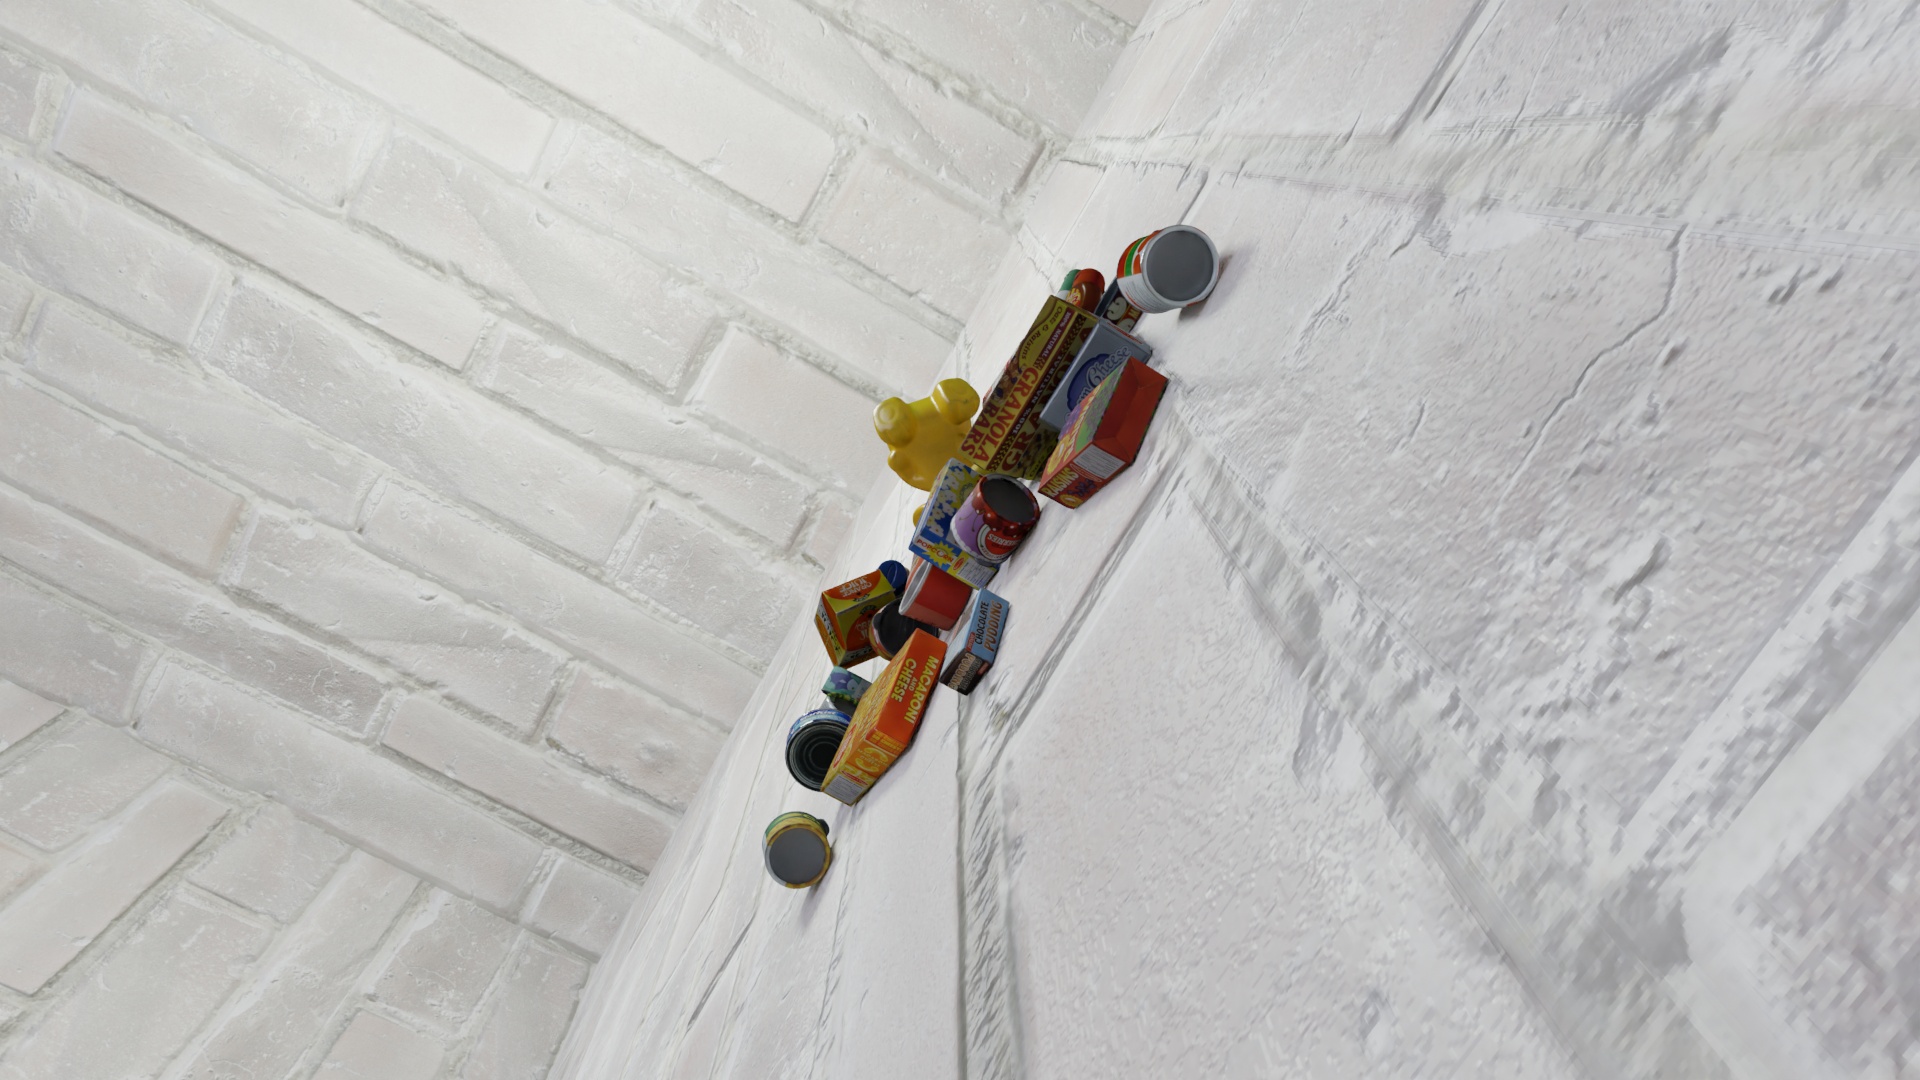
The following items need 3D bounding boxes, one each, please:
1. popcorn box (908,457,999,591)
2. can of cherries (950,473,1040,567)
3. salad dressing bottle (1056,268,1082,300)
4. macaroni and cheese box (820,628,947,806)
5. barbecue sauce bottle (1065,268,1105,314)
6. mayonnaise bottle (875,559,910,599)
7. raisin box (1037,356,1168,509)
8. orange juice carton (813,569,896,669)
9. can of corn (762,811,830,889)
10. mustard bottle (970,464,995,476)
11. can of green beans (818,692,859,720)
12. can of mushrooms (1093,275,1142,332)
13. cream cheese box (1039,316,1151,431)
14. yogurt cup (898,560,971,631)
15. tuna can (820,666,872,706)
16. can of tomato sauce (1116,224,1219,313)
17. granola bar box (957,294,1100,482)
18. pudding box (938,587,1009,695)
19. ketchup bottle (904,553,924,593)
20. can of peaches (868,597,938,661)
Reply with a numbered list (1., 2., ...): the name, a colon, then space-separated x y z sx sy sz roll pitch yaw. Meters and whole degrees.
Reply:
1. popcorn box: 0.005 -0.017 1.389 0.038 0.085 0.127 -54 10 37
2. can of cherries: 0.034 -0.019 1.298 0.058 0.071 0.072 -53 11 38
3. salad dressing bottle: 0.120 -0.263 1.674 0.148 0.044 0.064 -64 7 -26
4. macaroni and cheese box: -0.076 0.177 1.381 0.165 0.040 0.124 -52 12 51
5. barbecue sauce bottle: 0.136 -0.256 1.547 0.064 0.043 0.149 -51 12 35
6. mayonnaise bottle: -0.080 0.059 1.676 0.147 0.041 0.065 91 -168 -74
7. raisin box: 0.112 -0.084 1.122 0.086 0.040 0.123 -65 8 -22
8. orange juice carton: -0.116 0.090 1.583 0.072 0.073 0.192 -21 -11 -15
9. can of corn: -0.161 0.307 1.384 0.071 0.071 0.058 -62 9 -5
10. mustard bottle: 0.019 -0.042 1.481 0.161 0.065 0.048 -58 12 -18
11. can of green beans: -0.132 0.209 1.530 0.057 0.071 0.071 -59 8 12
12. can of mushrooms: 0.159 -0.233 1.361 0.071 0.033 0.071 -59 8 13
13. cream cheese box: 0.118 -0.139 1.221 0.103 0.053 0.024 -58 7 24
14. yogurt cup: -0.024 0.057 1.424 0.072 0.054 0.072 -59 8 14
15. tuna can: -0.126 0.173 1.602 0.033 0.071 0.071 -61 8 -13
16. can of tomato sauce: 0.171 -0.224 1.142 0.071 0.071 0.083 -61 9 2
17. granola bar box: 0.080 -0.136 1.285 0.165 0.039 0.124 -59 -27 13
18. pudding box: 0.012 0.086 1.189 0.049 0.030 0.084 -56 9 38
19. ketchup bottle: -0.039 0.047 1.587 0.149 0.043 0.064 -80 11 -65
20. can of peaches: -0.063 0.095 1.477 0.071 0.071 0.058 -63 7 -14
